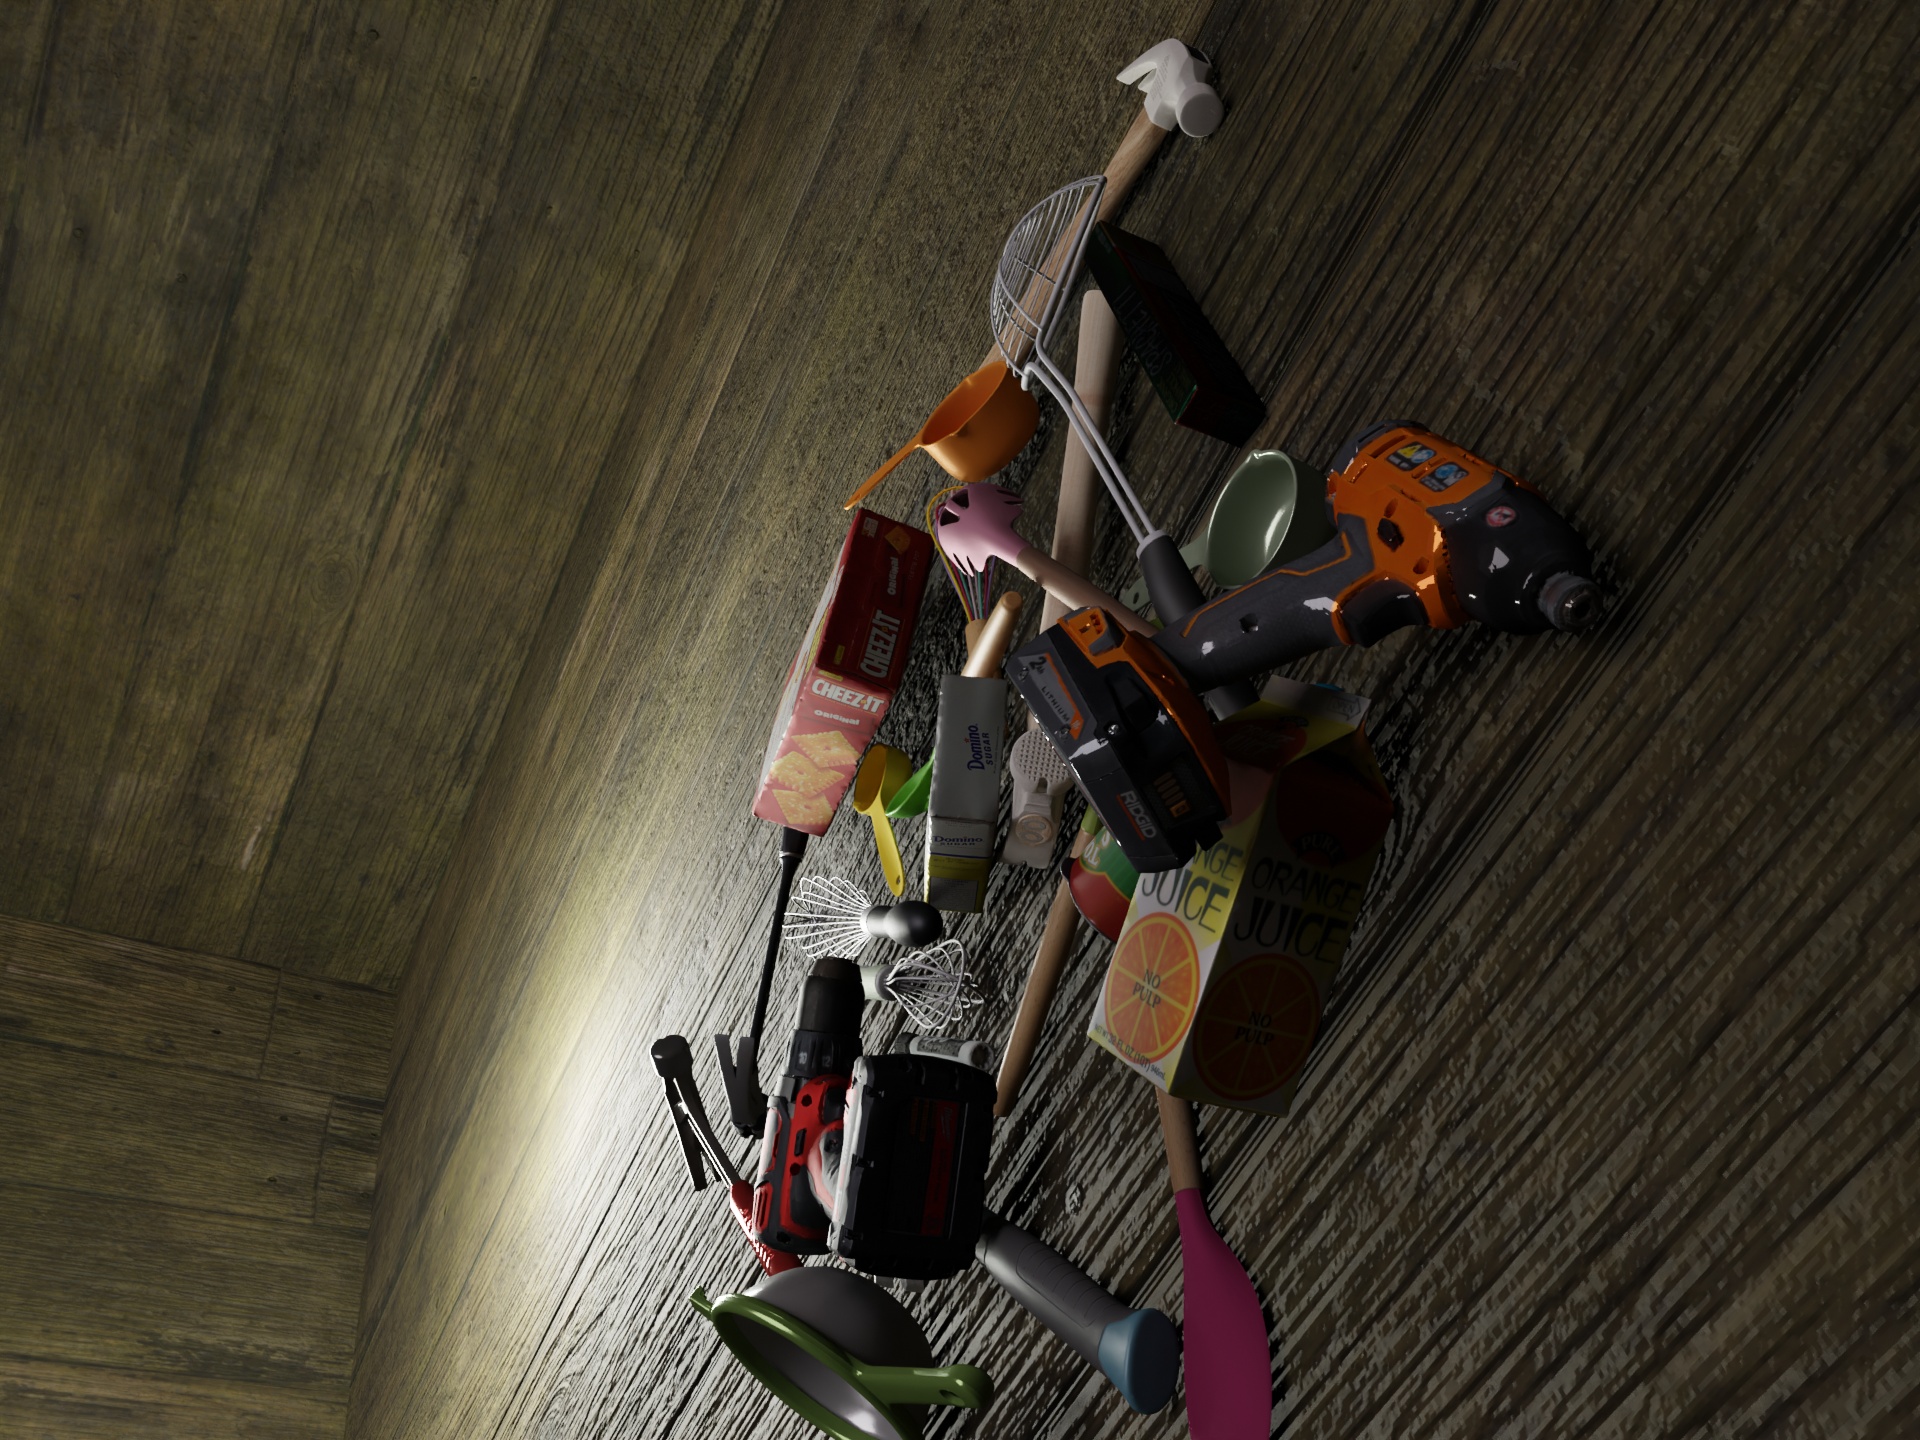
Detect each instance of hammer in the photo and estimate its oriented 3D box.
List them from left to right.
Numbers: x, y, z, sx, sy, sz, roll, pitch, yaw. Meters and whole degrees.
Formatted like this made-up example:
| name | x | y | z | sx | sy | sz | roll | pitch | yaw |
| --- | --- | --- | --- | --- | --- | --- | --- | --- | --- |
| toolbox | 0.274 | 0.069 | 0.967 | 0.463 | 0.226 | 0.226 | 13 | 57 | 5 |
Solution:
| name | x | y | z | sx | sy | sz | roll | pitch | yaw |
| --- | --- | --- | --- | --- | --- | --- | --- | --- | --- |
| hammer | -0.148 | 0.370 | 1.158 | 0.359 | 0.036 | 0.149 | 33 | 140 | 58 |
| hammer | -0.145 | 0.125 | 1.312 | 0.149 | 0.036 | 0.409 | 89 | -172 | -58 |
| hammer | 0.023 | 0.291 | 0.879 | 0.331 | 0.033 | 0.128 | 6 | 79 | 66 |
| hammer | 0.070 | -0.107 | 1.018 | 0.146 | 0.038 | 0.411 | 98 | -178 | -61 |
| hammer | 0.084 | -0.353 | 1.188 | 0.331 | 0.031 | 0.130 | -53 | 30 | 38 |

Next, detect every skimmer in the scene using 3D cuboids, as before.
| name | x | y | z | sx | sy | sz | roll | pitch | yaw |
| --- | --- | --- | --- | --- | --- | --- | --- | --- | --- |
| skimmer | 0.105 | -0.147 | 0.865 | 0.127 | 0.090 | 0.364 | 111 | 141 | -55 |

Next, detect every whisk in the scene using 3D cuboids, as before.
| name | x | y | z | sx | sy | sz | roll | pitch | yaw |
| --- | --- | --- | --- | --- | --- | --- | --- | --- | --- |
| whisk | -0.068 | 0.139 | 1.116 | 0.284 | 0.070 | 0.070 | 163 | 121 | -69 |
| whisk | -0.044 | 0.179 | 1.090 | 0.246 | 0.057 | 0.059 | -20 | 51 | 67 |
| whisk | 0.008 | -0.082 | 1.159 | 0.051 | 0.047 | 0.245 | -49 | 36 | 41 |

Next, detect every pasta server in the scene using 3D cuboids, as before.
| name | x | y | z | sx | sy | sz | roll | pitch | yaw |
| --- | --- | --- | --- | --- | --- | --- | --- | --- | --- |
| pasta server | 0.055 | -0.079 | 0.894 | 0.060 | 0.040 | 0.316 | -55 | 32 | 6 |

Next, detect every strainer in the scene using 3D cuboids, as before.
| name | x | y | z | sx | sy | sz | roll | pitch | yaw |
| --- | --- | --- | --- | --- | --- | --- | --- | --- | --- |
| strainer | -0.042 | 0.350 | 0.893 | 0.069 | 0.151 | 0.256 | -50 | 11 | -35 |

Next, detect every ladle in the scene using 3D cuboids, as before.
| name | x | y | z | sx | sy | sz | roll | pitch | yaw |
| --- | --- | --- | --- | --- | --- | --- | --- | --- | --- |
| ladle | 0.079 | 0.089 | 0.897 | 0.078 | 0.062 | 0.320 | -77 | 4 | -73 |

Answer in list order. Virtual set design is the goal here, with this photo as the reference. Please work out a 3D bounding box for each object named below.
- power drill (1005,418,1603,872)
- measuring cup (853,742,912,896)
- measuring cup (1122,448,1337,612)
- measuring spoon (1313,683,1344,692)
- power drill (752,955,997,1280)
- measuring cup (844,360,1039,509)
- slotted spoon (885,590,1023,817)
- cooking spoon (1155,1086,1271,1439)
| name | x | y | z | sx | sy | sz | roll | pitch | yaw |
| --- | --- | --- | --- | --- | --- | --- | --- | --- | --- |
| power drill | 0.146 | -0.034 | 0.670 | 0.226 | 0.084 | 0.164 | -32 | 30 | 1 |
| measuring cup | -0.048 | 0.078 | 1.193 | 0.062 | 0.029 | 0.157 | -59 | 30 | 29 |
| measuring cup | 0.145 | -0.087 | 0.867 | 0.167 | 0.038 | 0.083 | -33 | 45 | 59 |
| measuring spoon | 0.147 | 0.013 | 0.809 | 0.128 | 0.021 | 0.042 | -32 | 46 | 54 |
| power drill | -0.061 | 0.236 | 0.962 | 0.227 | 0.080 | 0.188 | 159 | 122 | -64 |
| measuring cup | -0.013 | -0.198 | 1.212 | 0.173 | 0.052 | 0.095 | -36 | 25 | 27 |
| slotted spoon | -0.002 | -0.003 | 1.038 | 0.070 | 0.031 | 0.313 | -49 | -7 | -26 |
| cooking spoon | 0.107 | 0.205 | 0.771 | 0.068 | 0.017 | 0.319 | 124 | 152 | -42 |
